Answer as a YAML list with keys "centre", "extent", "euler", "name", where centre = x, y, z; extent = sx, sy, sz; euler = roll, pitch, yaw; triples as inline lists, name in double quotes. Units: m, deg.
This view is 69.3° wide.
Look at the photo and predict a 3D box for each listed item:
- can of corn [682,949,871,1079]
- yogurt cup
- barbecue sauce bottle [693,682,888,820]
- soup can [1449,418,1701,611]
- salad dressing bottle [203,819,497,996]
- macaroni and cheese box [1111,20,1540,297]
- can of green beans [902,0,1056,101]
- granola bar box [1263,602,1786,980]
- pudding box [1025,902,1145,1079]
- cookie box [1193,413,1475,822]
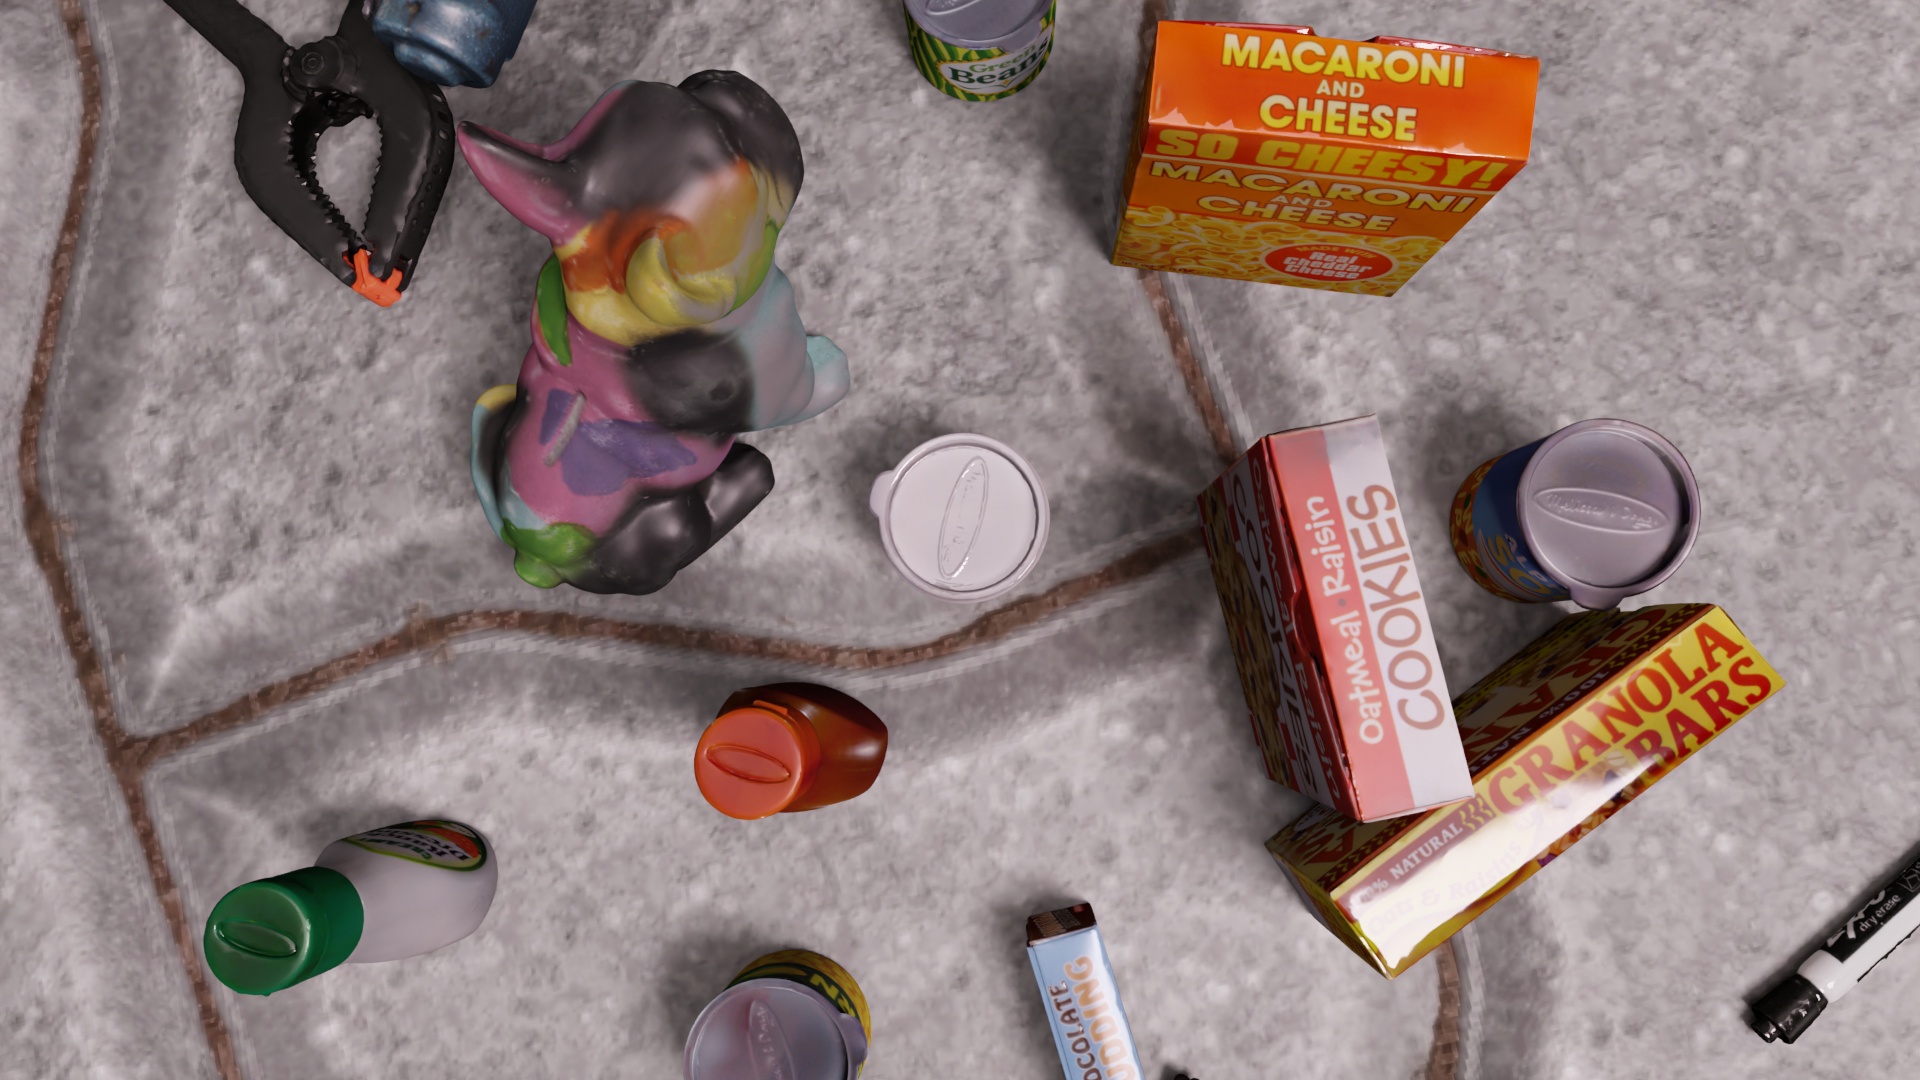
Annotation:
- centre: [-0.068, 0.200, 0.550]
  extent: [0.071, 0.058, 0.071]
  euler: [0, 85, 2]
  name: "can of corn"
- centre: [0.002, -0.007, 0.570]
  extent: [0.072, 0.054, 0.072]
  euler: [0, 85, 2]
  name: "yogurt cup"
- centre: [-0.065, 0.077, 0.517]
  extent: [0.065, 0.148, 0.043]
  euler: [17, 86, 4]
  name: "barbecue sauce bottle"
- centre: [0.237, -0.006, 0.546]
  extent: [0.071, 0.083, 0.071]
  euler: [0, 85, 2]
  name: "soup can"
- centre: [-0.222, 0.134, 0.517]
  extent: [0.064, 0.147, 0.044]
  euler: [15, 86, 4]
  name: "salad dressing bottle"
- centre: [0.124, -0.137, 0.522]
  extent: [0.124, 0.166, 0.040]
  euler: [7, 85, 3]
  name: "macaroni and cheese box"
- centre: [0.008, -0.228, 0.589]
  extent: [0.071, 0.058, 0.071]
  euler: [0, 85, 2]
  name: "can of green beans"
- centre: [0.198, 0.087, 0.518]
  extent: [0.165, 0.124, 0.039]
  euler: [-36, 85, -1]
  name: "granola bar box"
- centre: [0.051, 0.191, 0.551]
  extent: [0.030, 0.049, 0.084]
  euler: [-17, 84, 1]
  name: "pudding box"
- centre: [0.127, 0.030, 0.505]
  extent: [0.040, 0.167, 0.123]
  euler: [-13, 84, 1]
  name: "cookie box"
